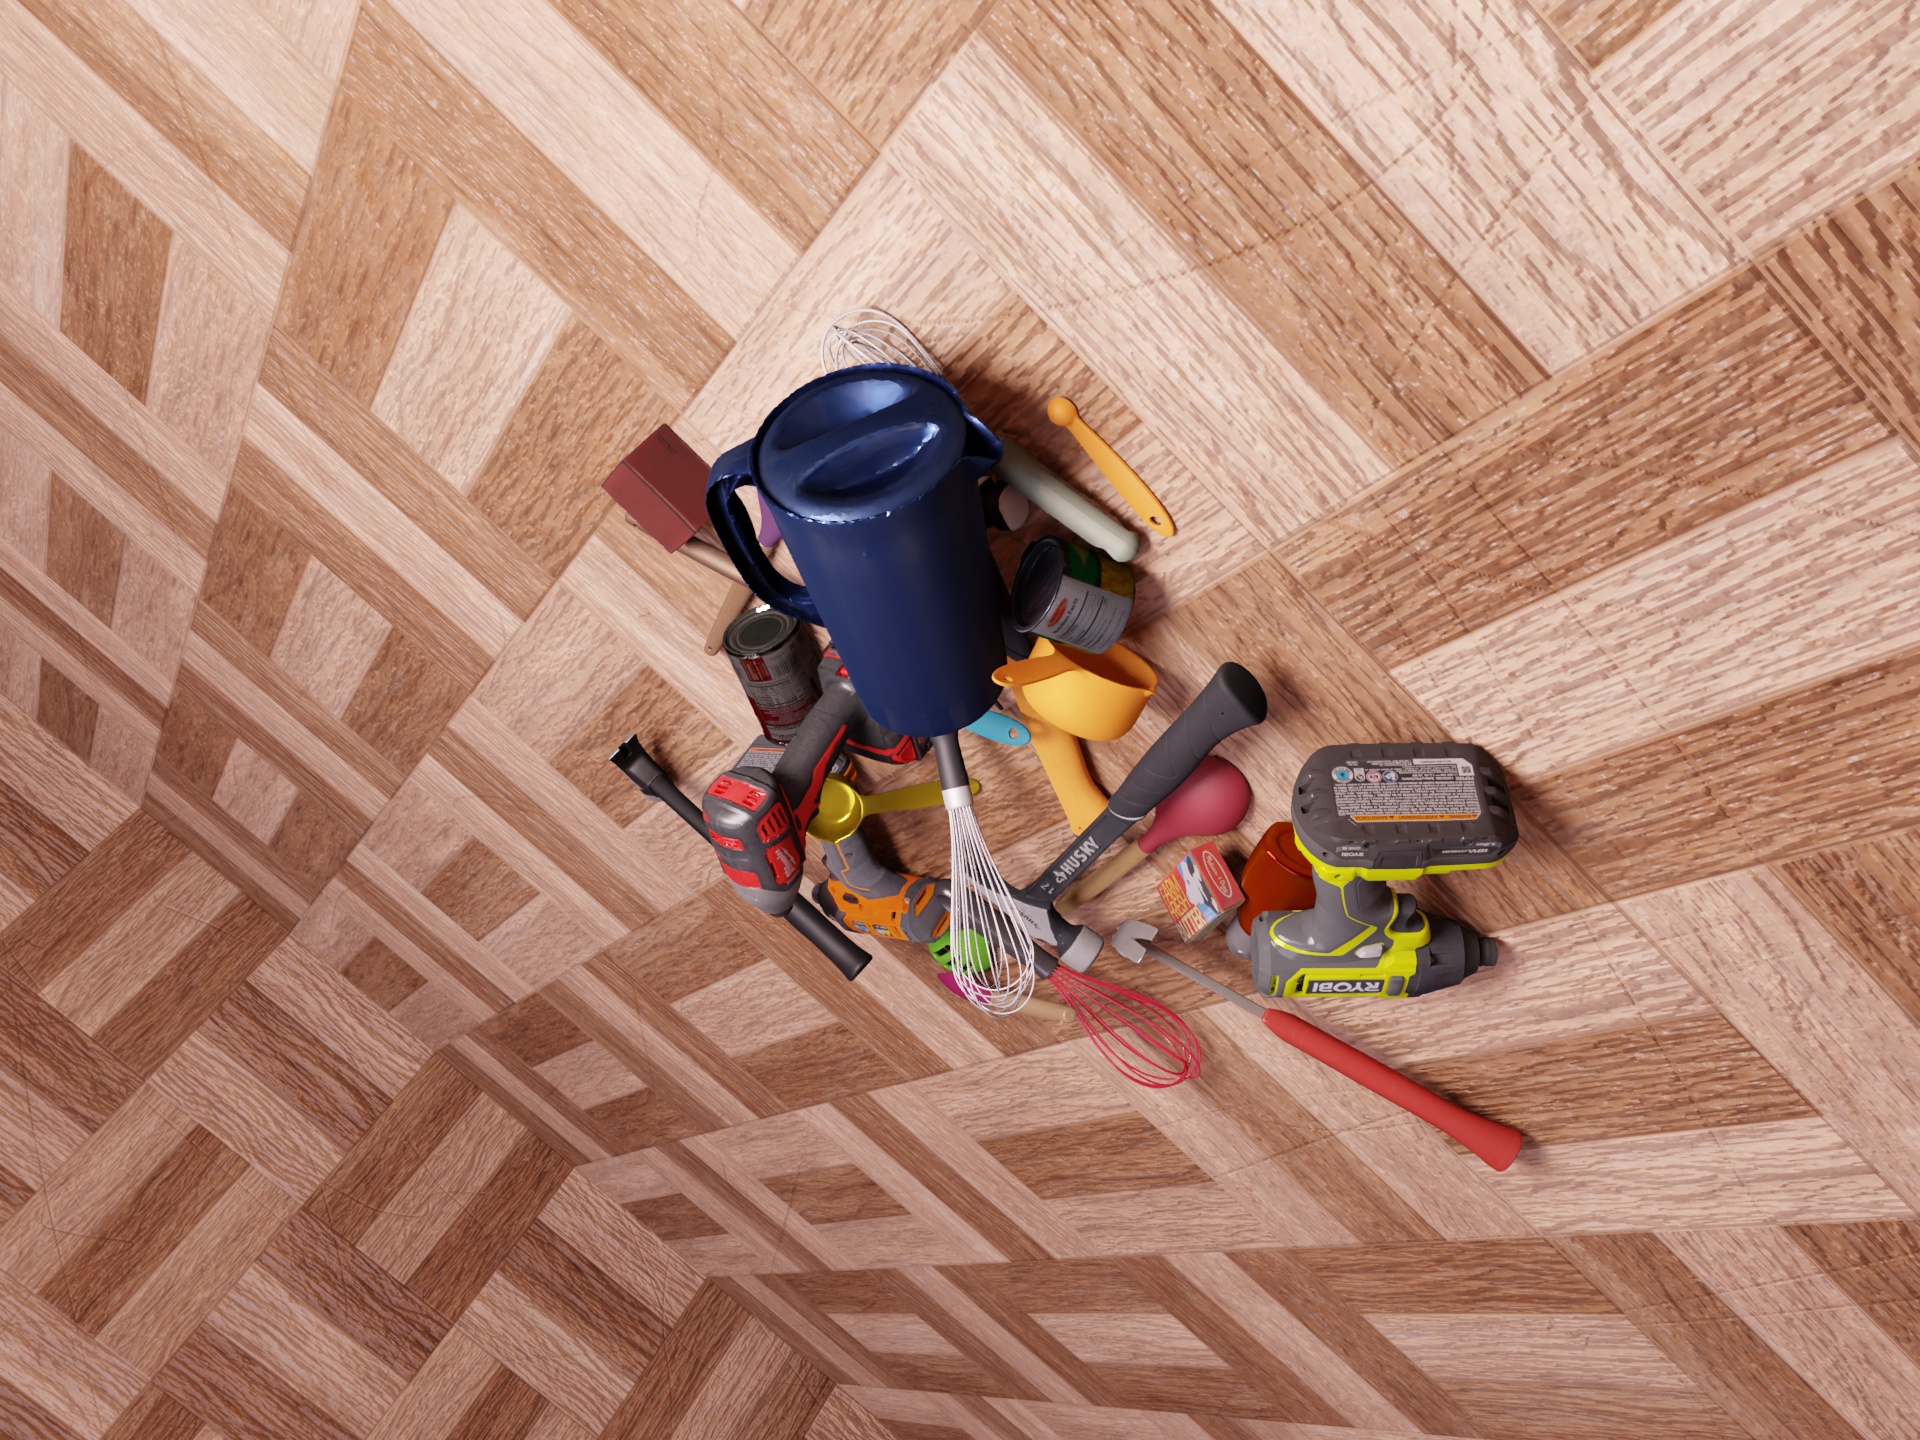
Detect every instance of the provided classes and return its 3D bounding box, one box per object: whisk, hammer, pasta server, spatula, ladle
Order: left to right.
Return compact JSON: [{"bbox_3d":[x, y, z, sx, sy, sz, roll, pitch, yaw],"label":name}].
[{"bbox_3d":[-0.209,0.130,1.507,0.335,0.035,0.146,39,168,21],"label":"hammer"},{"bbox_3d":[-0.162,-0.131,1.262,0.060,0.018,0.315,38,145,0],"label":"spatula"},{"bbox_3d":[-0.142,-0.093,1.235,0.316,0.040,0.060,28,151,20],"label":"pasta server"},{"bbox_3d":[0.006,0.091,1.241,0.070,0.070,0.284,-16,85,50],"label":"whisk"},{"bbox_3d":[0.015,-0.180,1.023,0.246,0.059,0.058,35,-177,-5],"label":"whisk"},{"bbox_3d":[0.041,-0.037,1.178,0.127,0.034,0.336,6,136,37],"label":"hammer"},{"bbox_3d":[0.095,0.234,1.418,0.295,0.073,0.073,38,147,-6],"label":"whisk"},{"bbox_3d":[0.113,0.069,1.184,0.149,0.036,0.408,36,145,1],"label":"hammer"},{"bbox_3d":[0.137,0.107,1.275,0.069,0.031,0.315,38,148,-1],"label":"ladle"},{"bbox_3d":[0.284,0.257,1.266,0.359,0.037,0.149,29,175,1],"label":"hammer"}]

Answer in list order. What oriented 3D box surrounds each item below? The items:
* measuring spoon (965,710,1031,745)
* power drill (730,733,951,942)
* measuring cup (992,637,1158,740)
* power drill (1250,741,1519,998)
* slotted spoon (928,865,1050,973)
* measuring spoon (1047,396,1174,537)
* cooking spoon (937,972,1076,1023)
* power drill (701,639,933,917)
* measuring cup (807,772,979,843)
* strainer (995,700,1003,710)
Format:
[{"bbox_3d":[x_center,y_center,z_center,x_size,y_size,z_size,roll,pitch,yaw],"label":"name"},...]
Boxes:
[{"bbox_3d":[-0.002,-0.004,1.199,0.129,0.021,0.042,19,101,37],"label":"measuring spoon"},{"bbox_3d":[-0.123,0.116,1.474,0.164,0.084,0.226,1,136,44],"label":"power drill"},{"bbox_3d":[0.062,-0.019,1.057,0.095,0.173,0.052,37,117,24],"label":"measuring cup"},{"bbox_3d":[0.291,0.113,1.071,0.171,0.080,0.223,-1,141,3],"label":"power drill"},{"bbox_3d":[0.042,0.174,1.443,0.070,0.031,0.313,34,145,-5],"label":"slotted spoon"},{"bbox_3d":[0.095,-0.157,1.003,0.117,0.011,0.021,46,146,-14],"label":"measuring spoon"},{"bbox_3d":[0.042,0.259,1.469,0.068,0.017,0.319,30,166,-13],"label":"cooking spoon"},{"bbox_3d":[-0.112,0.047,1.248,0.079,0.220,0.143,18,142,27],"label":"power drill"},{"bbox_3d":[-0.062,0.064,1.348,0.156,0.029,0.062,-9,109,-1],"label":"measuring cup"},{"bbox_3d":[-0.043,-0.096,1.179,0.258,0.050,0.087,48,-179,-28],"label":"strainer"}]
